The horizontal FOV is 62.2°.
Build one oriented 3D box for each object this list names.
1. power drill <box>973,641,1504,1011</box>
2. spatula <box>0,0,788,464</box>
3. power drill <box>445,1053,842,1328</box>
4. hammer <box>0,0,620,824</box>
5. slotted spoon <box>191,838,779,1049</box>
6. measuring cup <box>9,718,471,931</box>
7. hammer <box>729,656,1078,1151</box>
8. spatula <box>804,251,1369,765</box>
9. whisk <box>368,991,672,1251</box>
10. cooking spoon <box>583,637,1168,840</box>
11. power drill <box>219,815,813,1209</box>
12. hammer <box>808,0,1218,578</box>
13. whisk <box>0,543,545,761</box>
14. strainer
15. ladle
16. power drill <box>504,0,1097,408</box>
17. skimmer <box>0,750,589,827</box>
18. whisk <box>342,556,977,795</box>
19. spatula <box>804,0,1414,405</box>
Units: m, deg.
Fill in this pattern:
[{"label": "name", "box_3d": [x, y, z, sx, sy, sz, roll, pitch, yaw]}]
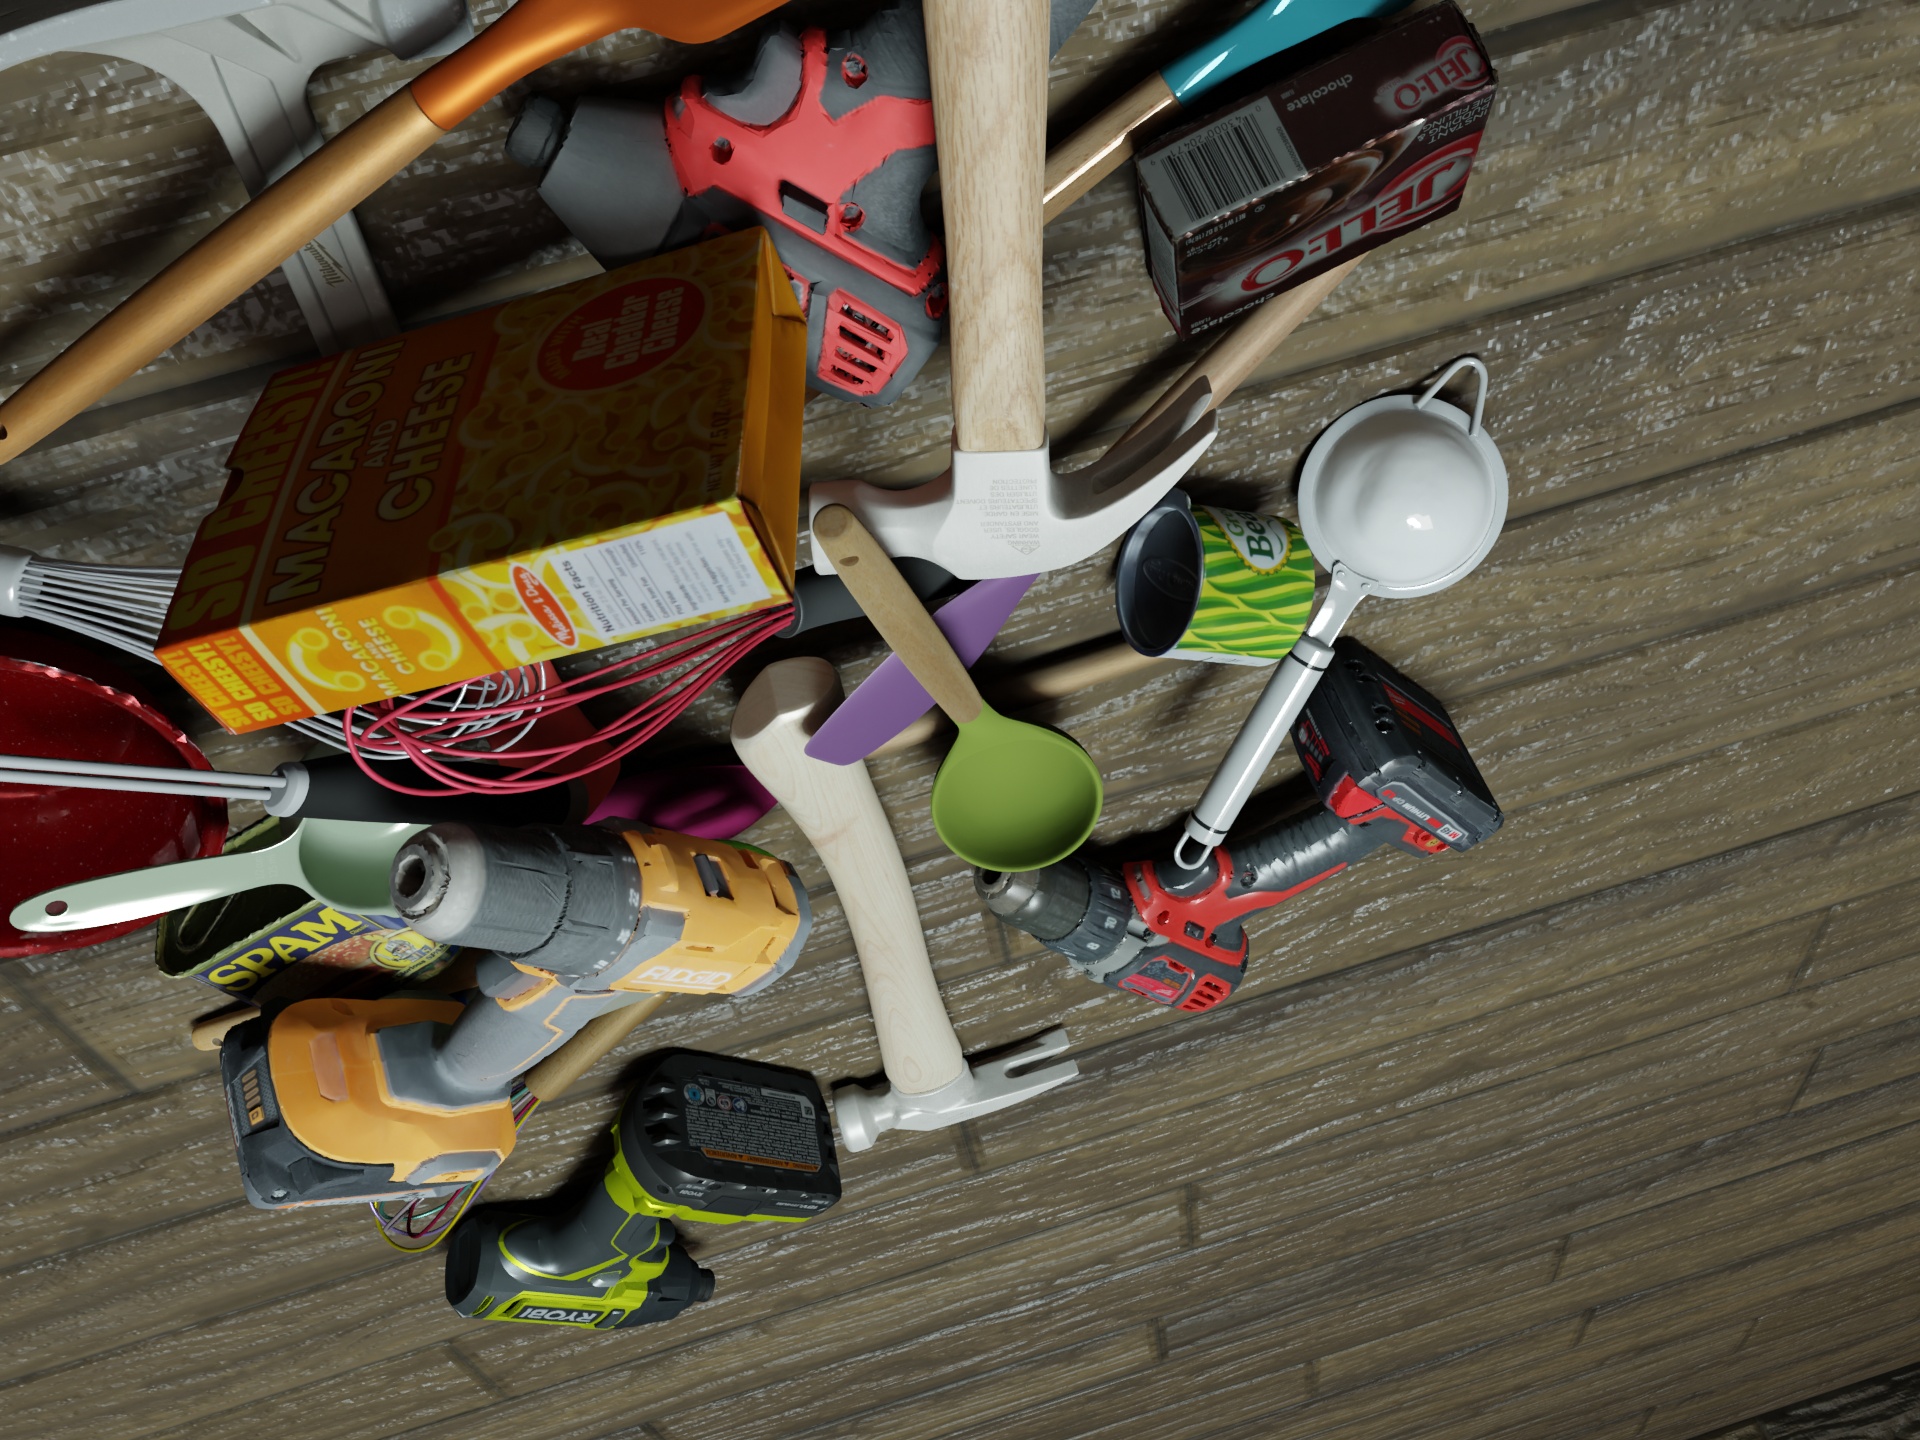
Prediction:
[{"label": "power drill", "box_3d": [0.135, 0.061, 0.809, 0.226, 0.080, 0.187, -39, 135, 26]}, {"label": "spatula", "box_3d": [-0.164, -0.151, 0.424, 0.322, 0.041, 0.081, -28, 105, 19]}, {"label": "power drill", "box_3d": [-0.176, 0.292, 0.941, 0.171, 0.080, 0.223, 21, 129, -36]}, {"label": "hammer", "box_3d": [-0.197, -0.080, 0.555, 0.149, 0.037, 0.358, -14, 138, -6]}, {"label": "slotted spoon", "box_3d": [-0.216, 0.109, 0.730, 0.314, 0.031, 0.070, -16, 123, 11]}, {"label": "measuring cup", "box_3d": [-0.262, 0.043, 0.595, 0.167, 0.038, 0.083, -13, 130, -31]}, {"label": "hammer", "box_3d": [-0.028, 0.106, 0.804, 0.146, 0.038, 0.410, -17, 142, -3]}, {"label": "spatula", "box_3d": [0.056, -0.091, 0.619, 0.316, 0.018, 0.059, -45, 155, 13]}, {"label": "whisk", "box_3d": [-0.236, 0.210, 0.851, 0.245, 0.047, 0.051, -42, 133, 19]}, {"label": "cooking spoon", "box_3d": [-0.035, 0.007, 0.725, 0.319, 0.017, 0.068, -18, 142, -1]}, {"label": "power drill", "box_3d": [-0.194, 0.111, 0.623, 0.226, 0.084, 0.185, -34, 154, 20]}, {"label": "hammer", "box_3d": [0.010, -0.167, 0.416, 0.130, 0.031, 0.331, -2, 138, 1]}, {"label": "whisk", "box_3d": [-0.280, -0.038, 0.523, 0.284, 0.070, 0.070, 12, 132, -10]}, {"label": "strainer", "box_3d": [0.158, -0.036, 0.690, 0.087, 0.050, 0.258, 27, 114, 1]}, {"label": "ladle", "box_3d": [-0.001, -0.002, 0.601, 0.078, 0.062, 0.320, -17, 161, 7]}, {"label": "power drill", "box_3d": [-0.029, -0.201, 0.454, 0.143, 0.079, 0.219, 24, 129, -24]}, {"label": "skimmer", "box_3d": [-0.262, 0.045, 0.484, 0.127, 0.090, 0.363, -23, 161, 35]}, {"label": "whisk", "box_3d": [-0.077, -0.036, 0.555, 0.296, 0.073, 0.073, -22, 150, -45]}, {"label": "spatula", "box_3d": [0.047, -0.199, 0.533, 0.317, 0.044, 0.082, -33, 138, 22]}]
